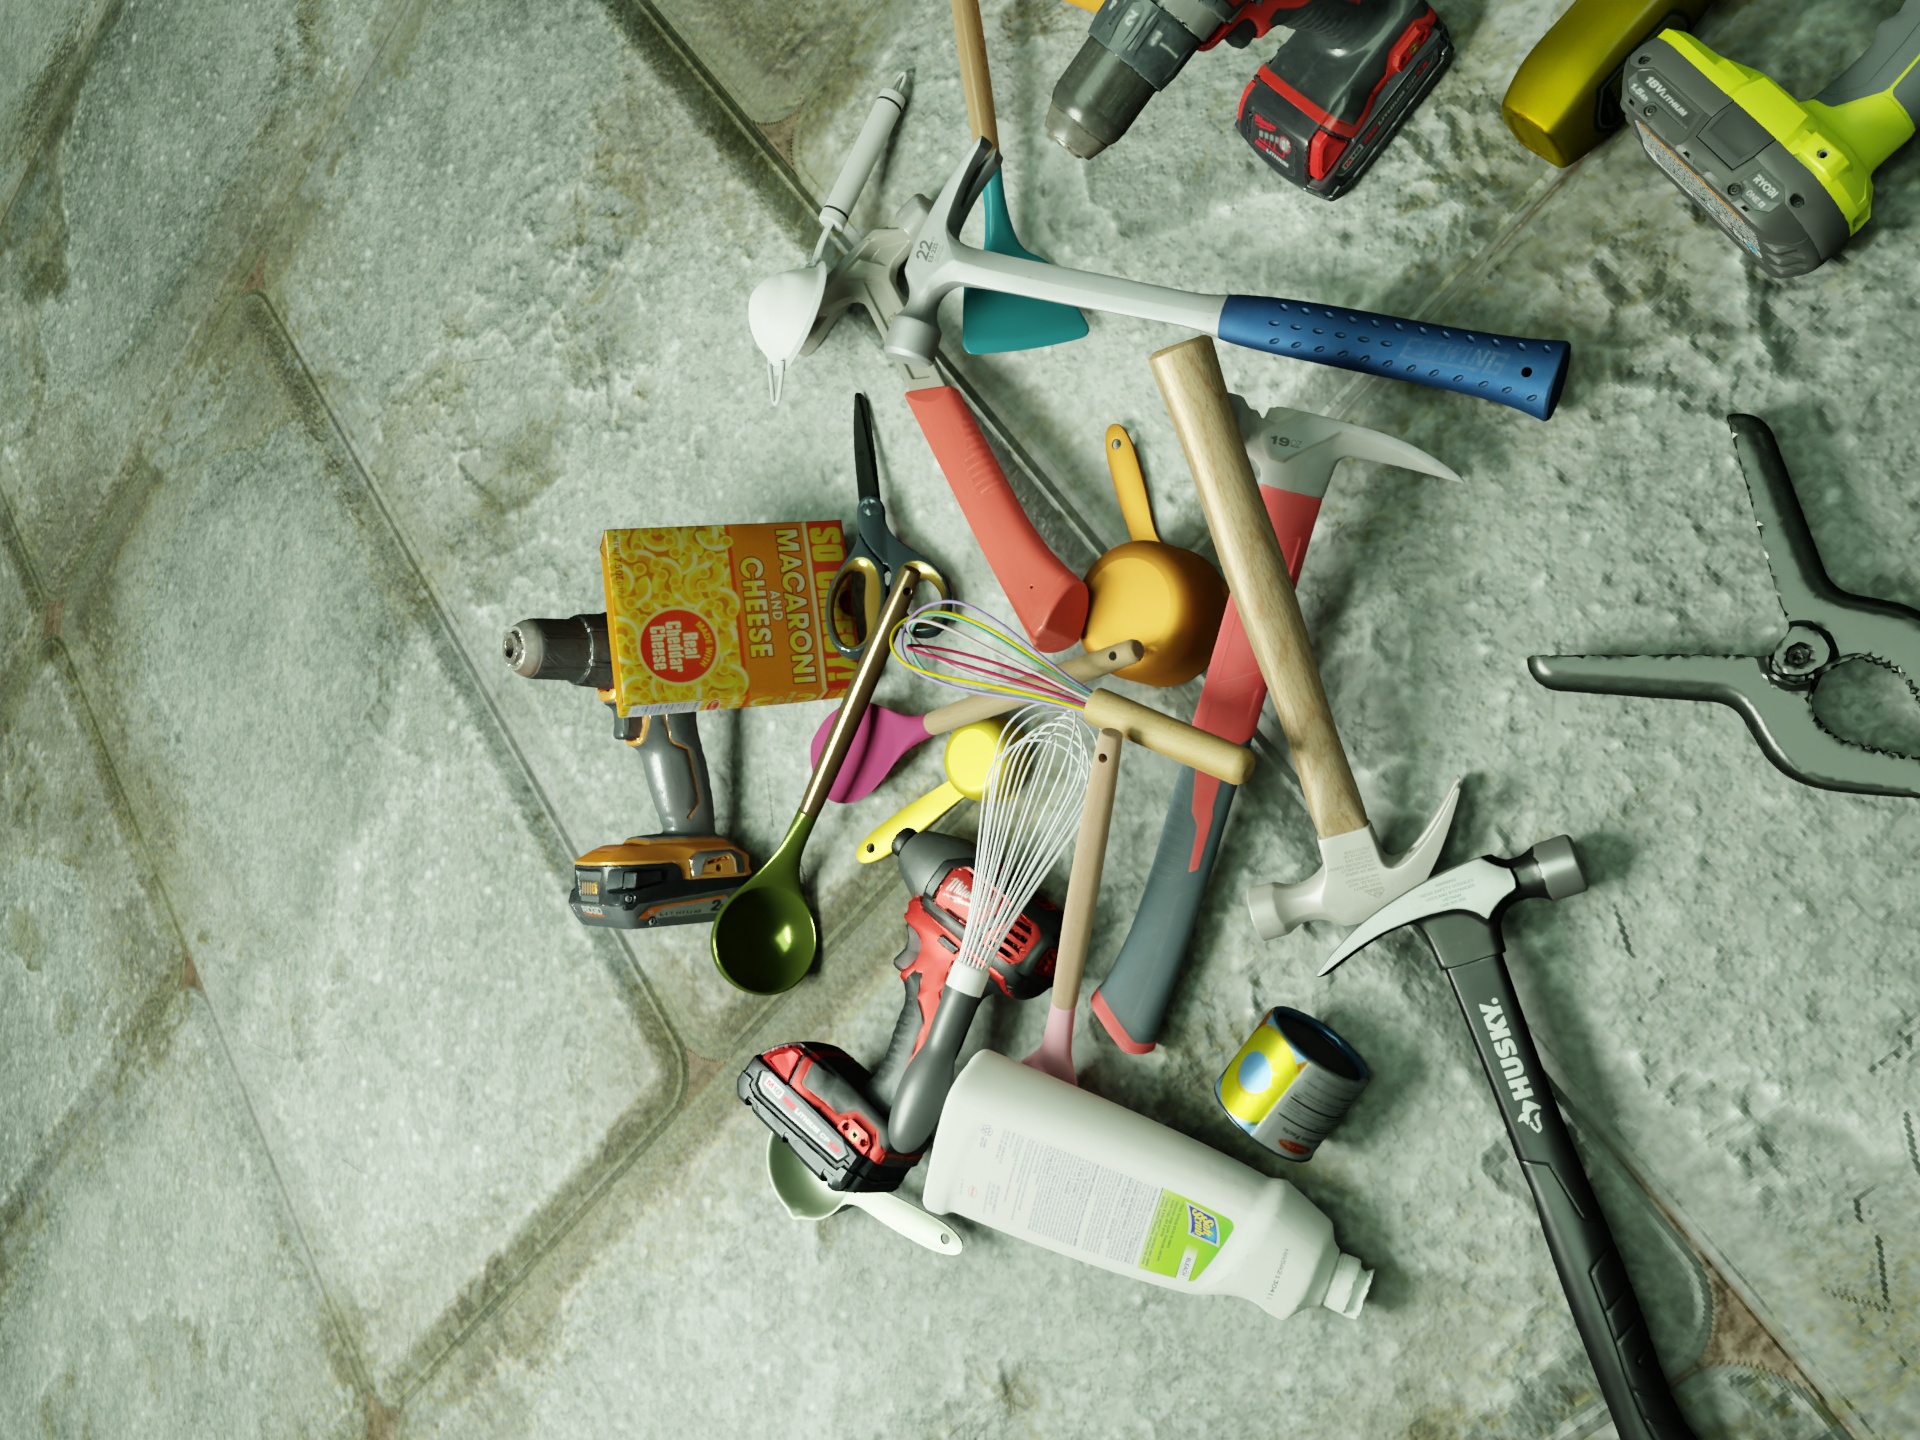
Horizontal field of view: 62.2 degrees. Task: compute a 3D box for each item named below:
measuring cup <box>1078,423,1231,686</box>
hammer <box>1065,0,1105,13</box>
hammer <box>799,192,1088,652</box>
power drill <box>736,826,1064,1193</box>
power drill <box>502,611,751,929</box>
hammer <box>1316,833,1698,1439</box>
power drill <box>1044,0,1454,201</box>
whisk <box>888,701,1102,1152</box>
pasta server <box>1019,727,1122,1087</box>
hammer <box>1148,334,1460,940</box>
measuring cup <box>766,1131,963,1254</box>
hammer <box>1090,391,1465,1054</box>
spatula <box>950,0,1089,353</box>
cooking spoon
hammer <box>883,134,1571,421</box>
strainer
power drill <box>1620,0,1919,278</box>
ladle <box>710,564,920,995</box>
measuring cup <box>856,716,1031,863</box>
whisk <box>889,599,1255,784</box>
[{"bbox_3d":[0.104,-0.106,0.974,0.095,0.052,0.174,-20,77,32],"label":"measuring cup"},{"bbox_3d":[0.020,-0.520,1.081,0.337,0.034,0.127,36,106,32],"label":"hammer"},{"bbox_3d":[-0.013,-0.183,1.043,0.149,0.036,0.359,-41,56,25],"label":"hammer"},{"bbox_3d":[-0.036,0.180,1.019,0.143,0.078,0.219,37,93,29],"label":"power drill"},{"bbox_3d":[-0.232,0.031,1.122,0.084,0.185,0.226,-4,87,47],"label":"power drill"},{"bbox_3d":[0.298,0.237,0.808,0.146,0.035,0.335,-21,77,16],"label":"hammer"},{"bbox_3d":[0.154,-0.359,0.854,0.188,0.226,0.080,-51,60,20],"label":"power drill"},{"bbox_3d":[0.017,0.124,0.946,0.070,0.070,0.284,20,88,35],"label":"whisk"},{"bbox_3d":[0.062,0.148,0.934,0.060,0.040,0.316,18,119,20],"label":"pasta server"},{"bbox_3d":[0.175,-0.047,0.862,0.130,0.031,0.331,-18,98,18],"label":"hammer"},{"bbox_3d":[-0.057,0.312,1.064,0.168,0.038,0.083,19,97,33],"label":"measuring cup"},{"bbox_3d":[0.164,0.017,0.918,0.143,0.038,0.386,15,103,4],"label":"hammer"},{"bbox_3d":[0.018,-0.393,1.044,0.082,0.044,0.317,-9,88,-3],"label":"spatula"},{"bbox_3d":[-0.002,-0.003,1.026,0.319,0.017,0.069,-20,74,46],"label":"cooking spoon"},{"bbox_3d":[0.146,-0.244,0.929,0.406,0.035,0.144,19,93,26],"label":"hammer"},{"bbox_3d":[-0.095,-0.346,1.117,0.087,0.050,0.258,10,73,63],"label":"strainer"},{"bbox_3d":[0.437,-0.338,0.749,0.223,0.080,0.171,-42,65,21],"label":"power drill"},{"bbox_3d":[-0.090,0.045,1.073,0.320,0.078,0.062,-66,29,18],"label":"ladle"},{"bbox_3d":[-0.020,0.052,1.062,0.156,0.029,0.062,-37,66,24],"label":"measuring cup"},{"bbox_3d":[0.057,-0.013,0.911,0.245,0.047,0.051,24,115,31],"label":"whisk"}]
